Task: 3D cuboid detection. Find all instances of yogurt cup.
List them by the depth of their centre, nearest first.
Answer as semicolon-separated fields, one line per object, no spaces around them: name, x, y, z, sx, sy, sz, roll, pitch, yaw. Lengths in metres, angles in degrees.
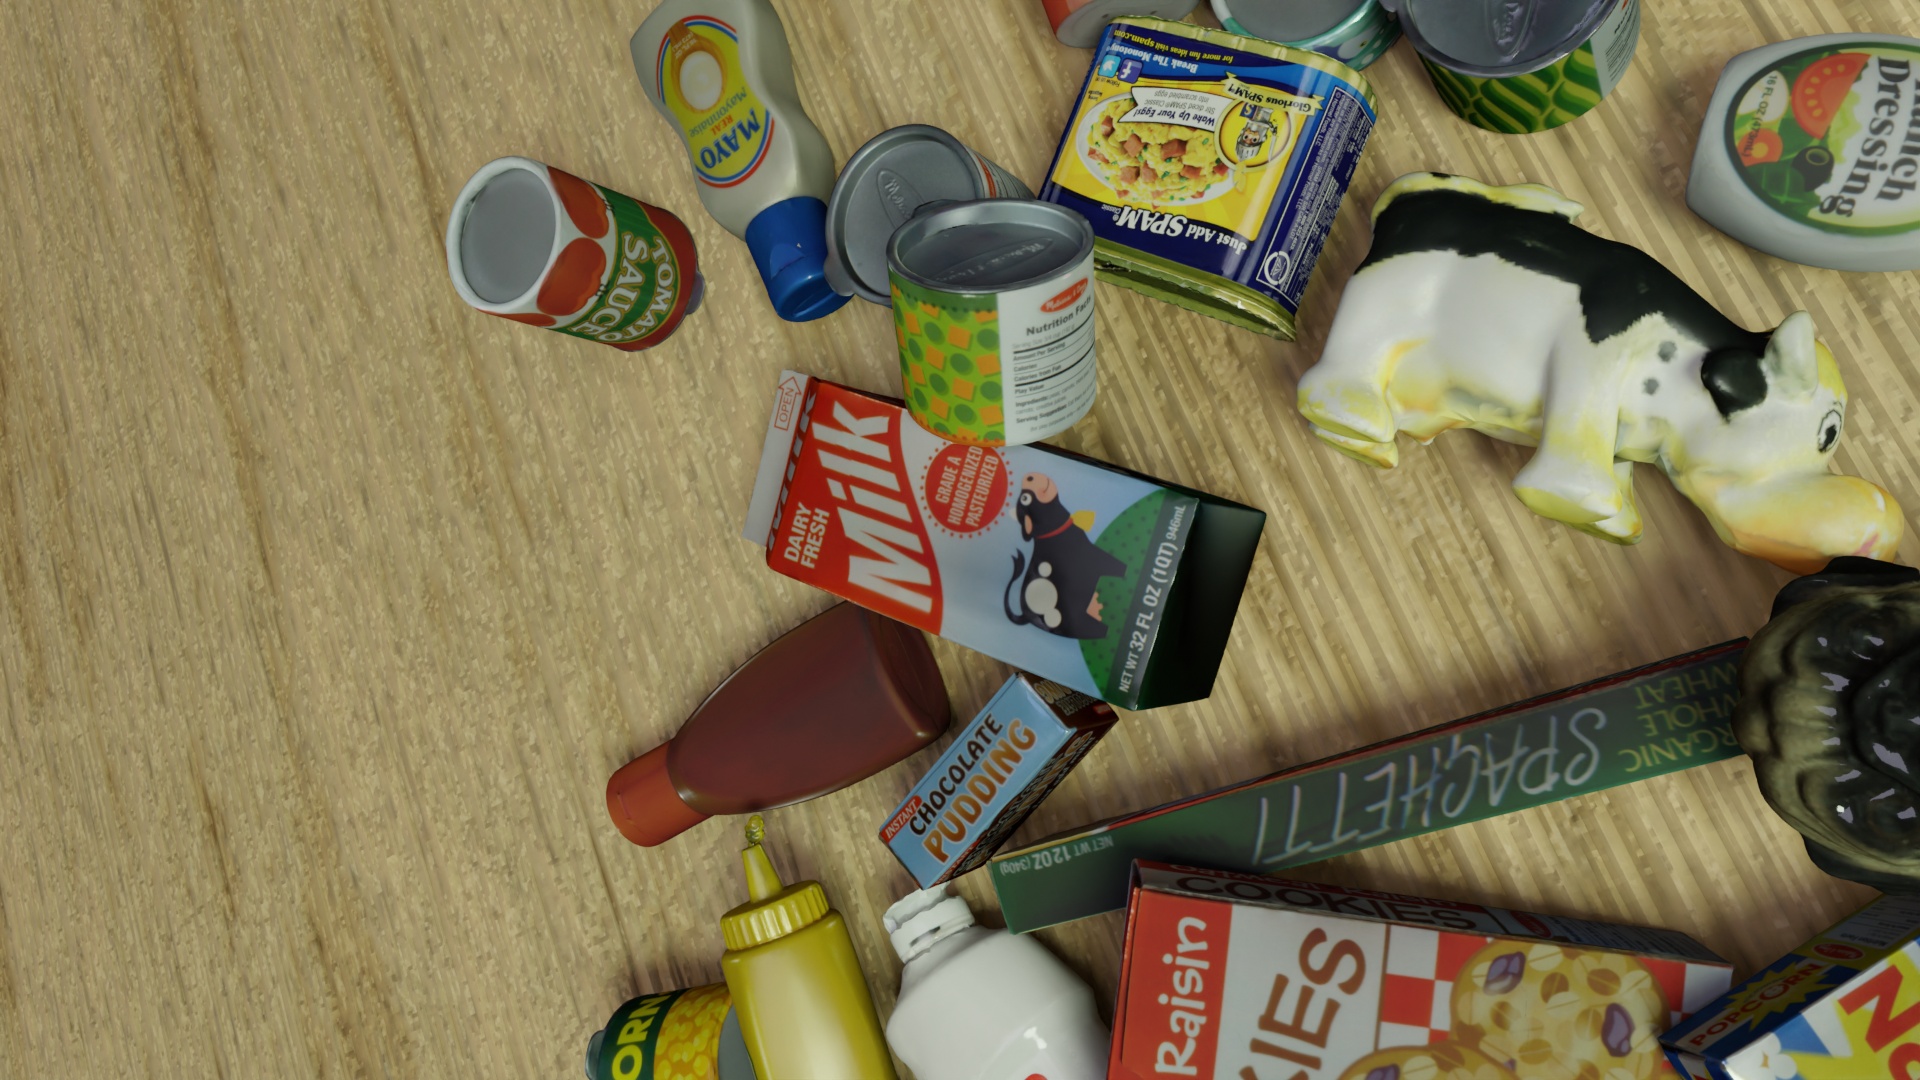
yogurt cup;0.054;-0.212;0.493;0.072;0.072;0.054;-14;88;27

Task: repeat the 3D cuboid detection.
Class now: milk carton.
milk carton;0.002;-0.006;0.499;0.191;0.073;0.072;19;97;28

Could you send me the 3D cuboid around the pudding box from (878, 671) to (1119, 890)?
pudding box;0.014;0.084;0.500;0.030;0.050;0.083;46;107;21

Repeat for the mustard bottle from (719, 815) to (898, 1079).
mustard bottle;-0.055;0.179;0.511;0.049;0.065;0.160;-19;85;-7

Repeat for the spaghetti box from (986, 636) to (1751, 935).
spaghetti box;0.127;0.081;0.440;0.249;0.050;0.029;-22;79;25

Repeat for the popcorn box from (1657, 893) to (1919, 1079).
popcorn box;0.256;0.163;0.349;0.085;0.038;0.127;-31;77;-3

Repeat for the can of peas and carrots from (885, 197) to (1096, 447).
can of peas and carrots;0.010;-0.073;0.455;0.071;0.071;0.058;18;133;28

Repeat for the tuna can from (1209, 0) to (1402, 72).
tuna can;0.122;-0.192;0.472;0.071;0.033;0.071;-2;85;28

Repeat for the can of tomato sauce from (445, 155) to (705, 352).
can of tomato sauce;-0.162;-0.119;0.589;0.071;0.083;0.071;-2;86;28

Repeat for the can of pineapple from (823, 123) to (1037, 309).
can of pineapple;-0.009;-0.114;0.522;0.071;0.058;0.071;-2;85;28

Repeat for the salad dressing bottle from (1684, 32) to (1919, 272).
salad dressing bottle;0.281;-0.099;0.375;0.148;0.044;0.064;19;94;28

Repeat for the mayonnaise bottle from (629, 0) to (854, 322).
mayonnaise bottle;-0.085;-0.161;0.575;0.064;0.041;0.148;-31;72;21

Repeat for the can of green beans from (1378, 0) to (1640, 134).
can of green beans;0.173;-0.166;0.429;0.071;0.058;0.071;-2;86;28

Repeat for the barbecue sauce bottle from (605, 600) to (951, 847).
barbecue sauce bottle;-0.078;0.079;0.553;0.148;0.044;0.065;-30;77;24

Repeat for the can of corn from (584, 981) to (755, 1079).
can of corn;-0.100;0.206;0.540;0.058;0.071;0.071;-18;78;25

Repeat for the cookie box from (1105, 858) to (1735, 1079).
cookie box;0.125;0.168;0.405;0.167;0.040;0.123;7;90;5
